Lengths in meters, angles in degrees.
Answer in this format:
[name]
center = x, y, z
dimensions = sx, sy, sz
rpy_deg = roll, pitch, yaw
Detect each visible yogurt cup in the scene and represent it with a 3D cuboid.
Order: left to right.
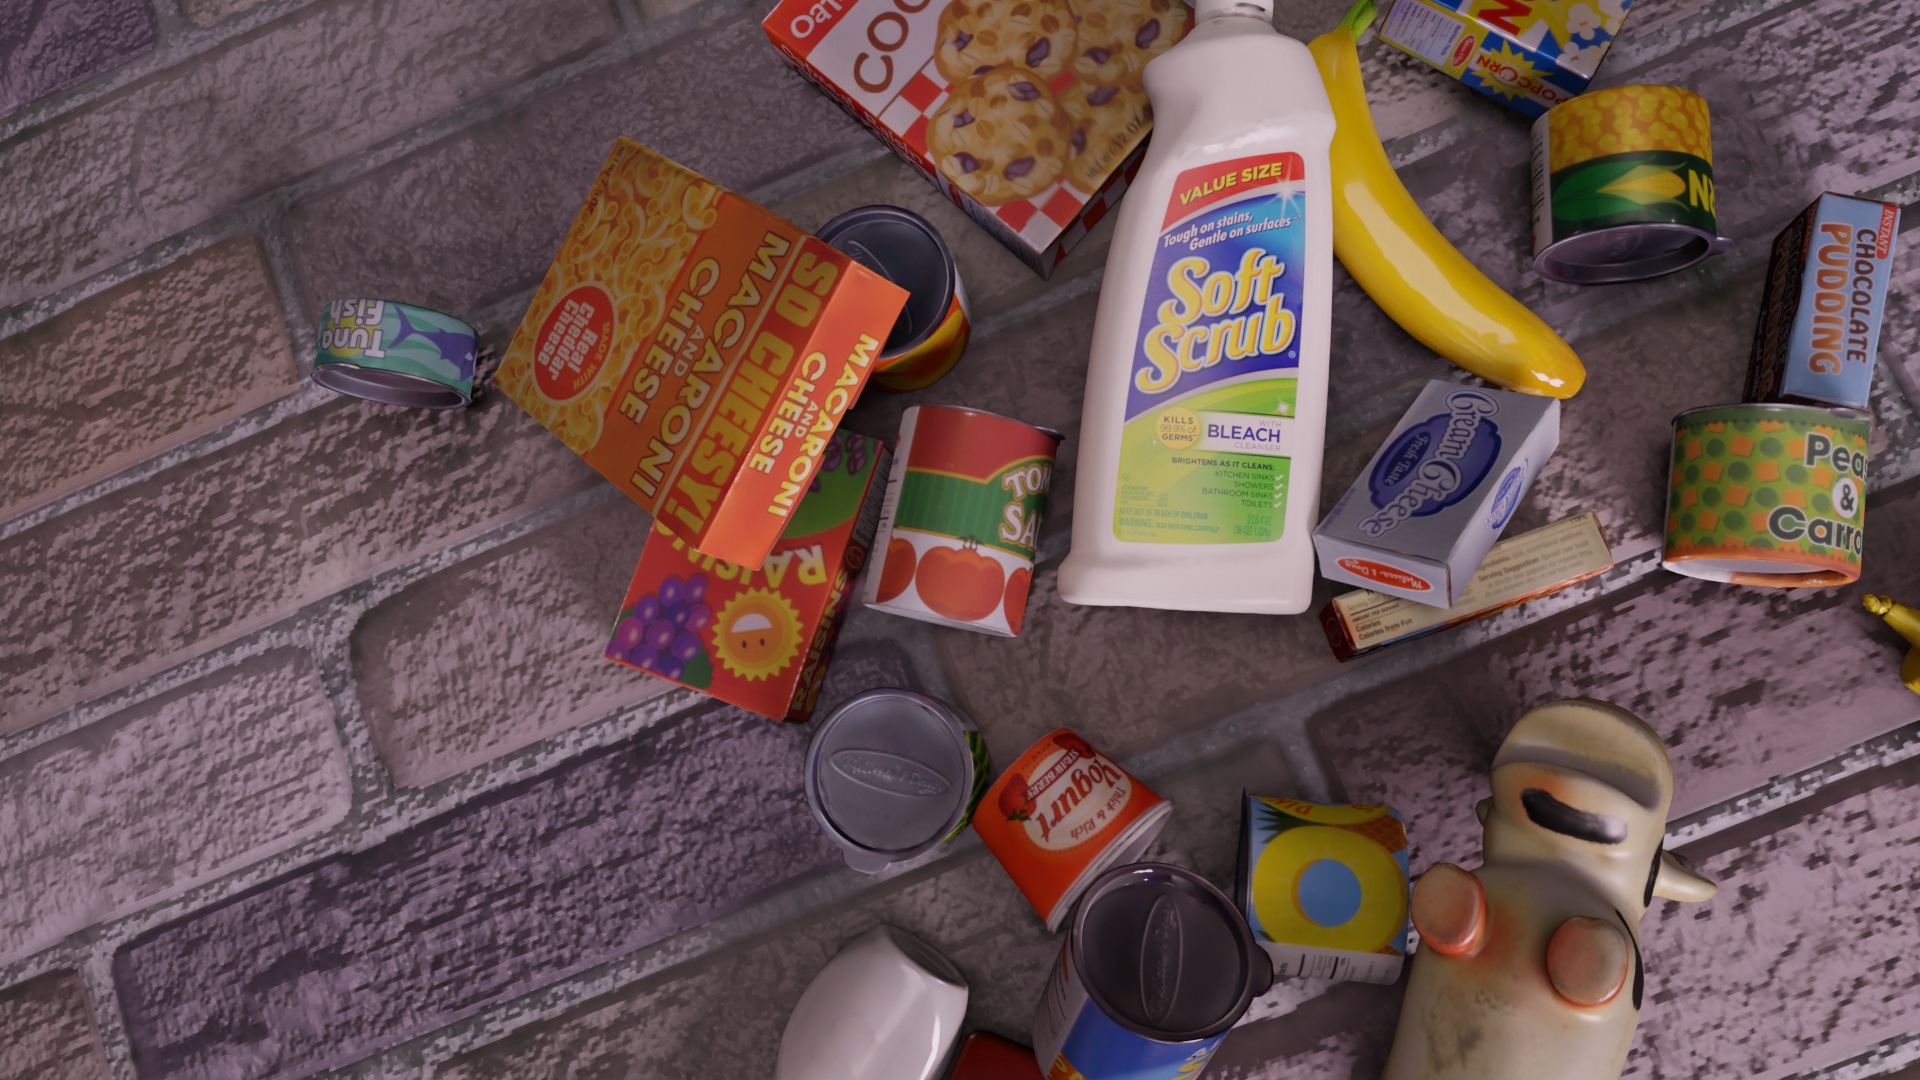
[yogurt cup]
center = 0.042, 0.111, 0.544
dimensions = 0.054, 0.072, 0.072
rpy_deg = 43, 89, 20

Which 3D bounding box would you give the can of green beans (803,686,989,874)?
[can of green beans]
center = -0.024, 0.093, 0.557
dimensions = 0.071, 0.058, 0.071
rpy_deg = -1, 81, 8

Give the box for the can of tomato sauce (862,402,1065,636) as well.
[can of tomato sauce]
center = 0.002, -0.007, 0.566
dimensions = 0.071, 0.071, 0.083
rpy_deg = 11, 84, 10

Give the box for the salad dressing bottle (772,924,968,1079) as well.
[salad dressing bottle]
center = -0.055, 0.226, 0.548
dimensions = 0.064, 0.044, 0.147
rpy_deg = 33, 88, 18

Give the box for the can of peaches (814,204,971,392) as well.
[can of peaches]
center = -0.033, -0.100, 0.590
dimensions = 0.071, 0.058, 0.071
rpy_deg = -1, 82, 8

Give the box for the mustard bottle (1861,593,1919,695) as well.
[mustard bottle]
center = 0.403, 0.066, 0.507
dimensions = 0.160, 0.049, 0.065
rpy_deg = 38, 88, 12

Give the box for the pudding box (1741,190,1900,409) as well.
[pudding box]
center = 0.334, -0.086, 0.540
dimensions = 0.030, 0.049, 0.084
rpy_deg = 13, 83, 11

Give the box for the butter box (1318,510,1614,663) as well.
[butter box]
center = 0.195, 0.019, 0.541
dimensions = 0.103, 0.053, 0.024
rpy_deg = -20, 78, 4

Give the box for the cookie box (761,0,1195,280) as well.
[cookie box]
center = 0.015, -0.216, 0.612
dimensions = 0.167, 0.040, 0.123
rpy_deg = 42, 88, 11

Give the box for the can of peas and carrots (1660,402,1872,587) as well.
[can of peas and carrots]
center = 0.304, -0.016, 0.523
dimensions = 0.071, 0.071, 0.059
rpy_deg = 7, 83, 9

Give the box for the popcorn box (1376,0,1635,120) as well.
[popcorn box]
center = 0.243, -0.248, 0.576
dimensions = 0.085, 0.038, 0.127
rpy_deg = 31, 79, 7

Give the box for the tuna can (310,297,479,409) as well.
[tuna can]
center = -0.250, -0.082, 0.611
dimensions = 0.071, 0.071, 0.033
rpy_deg = 4, 81, 9

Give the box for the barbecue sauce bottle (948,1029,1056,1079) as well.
[barbecue sauce bottle]
center = 0.060, 0.245, 0.528
dimensions = 0.148, 0.043, 0.065
rpy_deg = 21, 75, 10

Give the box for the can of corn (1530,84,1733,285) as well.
[can of corn]
center = 0.264, -0.140, 0.550
dimensions = 0.071, 0.071, 0.058
rpy_deg = 0, 81, 8

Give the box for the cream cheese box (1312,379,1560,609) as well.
[cream cheese box]
center = 0.184, -0.021, 0.531
dimensions = 0.053, 0.024, 0.104
rpy_deg = 17, 51, 39

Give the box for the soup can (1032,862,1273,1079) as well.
[soup can]
center = 0.068, 0.168, 0.508
dimensions = 0.071, 0.083, 0.072
rpy_deg = 5, 48, -5

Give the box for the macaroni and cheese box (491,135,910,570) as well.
[macaroni and cheese box]
center = -0.110, -0.081, 0.564
dimensions = 0.167, 0.040, 0.123
rpy_deg = 34, 98, 37

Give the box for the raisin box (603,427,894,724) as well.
[raisin box]
center = -0.088, 0.007, 0.590
dimensions = 0.086, 0.040, 0.123
rpy_deg = 18, 83, 10

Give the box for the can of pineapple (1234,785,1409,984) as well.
[can of pineapple]
center = 0.135, 0.130, 0.525
dimensions = 0.058, 0.071, 0.071
rpy_deg = 3, 82, 8
